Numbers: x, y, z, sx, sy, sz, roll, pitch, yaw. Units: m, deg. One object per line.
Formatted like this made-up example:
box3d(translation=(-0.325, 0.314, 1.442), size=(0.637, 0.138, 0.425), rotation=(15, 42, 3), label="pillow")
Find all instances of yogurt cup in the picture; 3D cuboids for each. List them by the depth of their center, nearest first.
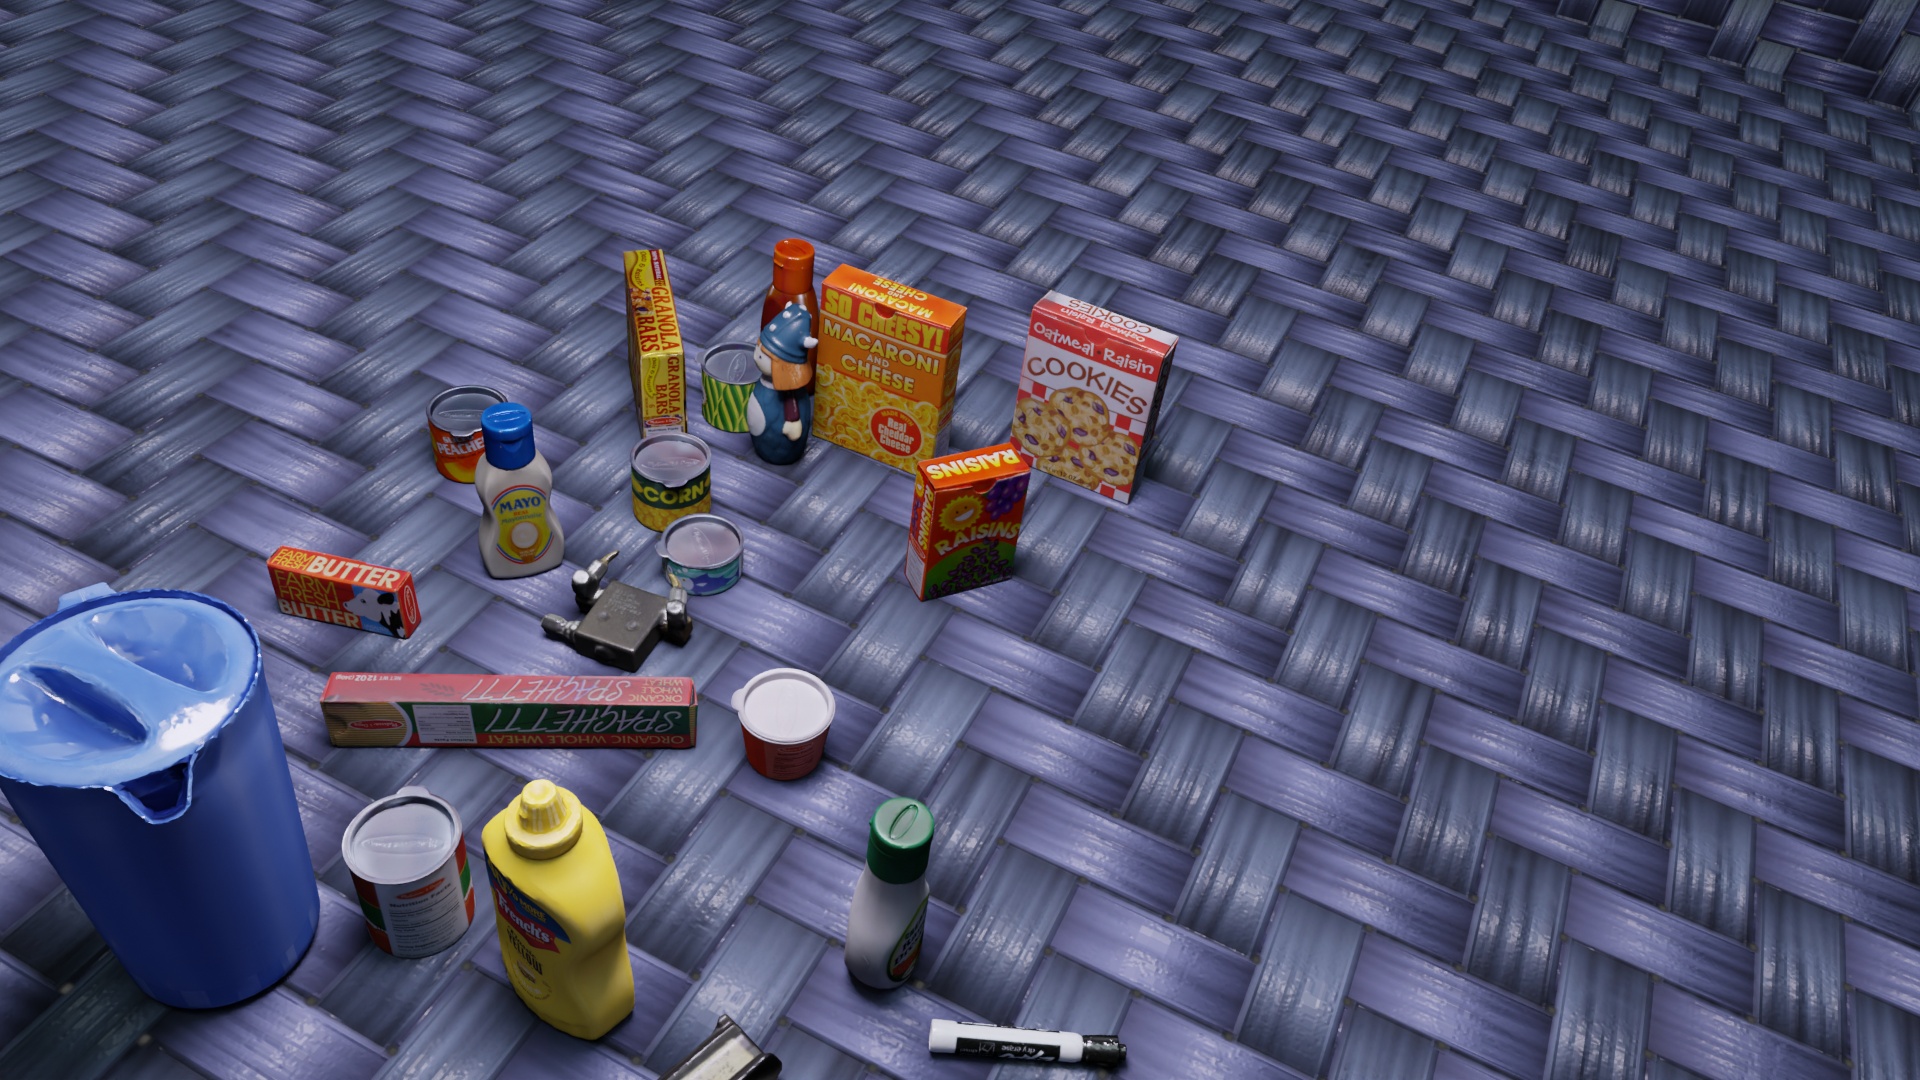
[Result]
box3d(translation=(-0.125, 0.133, 0.989), size=(0.072, 0.053, 0.073), rotation=(5, 42, -4), label="yogurt cup")

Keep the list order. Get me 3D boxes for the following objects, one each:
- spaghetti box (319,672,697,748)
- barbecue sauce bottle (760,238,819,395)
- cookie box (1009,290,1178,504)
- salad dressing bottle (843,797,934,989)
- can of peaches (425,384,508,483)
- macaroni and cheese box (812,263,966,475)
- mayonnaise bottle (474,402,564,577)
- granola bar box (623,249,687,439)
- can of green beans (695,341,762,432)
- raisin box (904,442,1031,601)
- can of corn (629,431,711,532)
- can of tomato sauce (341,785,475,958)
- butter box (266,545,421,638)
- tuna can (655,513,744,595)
box3d(translation=(-0.311, 0.120, 0.974), size=(0.250, 0.049, 0.029), rotation=(1, 42, -8), label="spaghetti box")
box3d(translation=(-0.157, -0.207, 1.289), size=(0.065, 0.147, 0.044), rotation=(37, 49, 28), label="barbecue sauce bottle")
box3d(translation=(0.114, -0.125, 1.231), size=(0.123, 0.166, 0.040), rotation=(23, 44, 15), label="cookie box")
box3d(translation=(-0.042, 0.215, 0.843), size=(0.044, 0.146, 0.064), rotation=(24, 44, 16), label="salad dressing bottle")
box3d(translation=(-0.416, -0.089, 1.181), size=(0.071, 0.057, 0.071), rotation=(5, 42, -4), label="can of peaches")
box3d(translation=(-0.065, -0.146, 1.224), size=(0.124, 0.165, 0.040), rotation=(22, 43, 14), label="macaroni and cheese box")
box3d(translation=(-0.343, -0.037, 1.070), size=(0.065, 0.147, 0.041), rotation=(-12, 46, -22), label="mayonnaise bottle")
box3d(translation=(-0.272, -0.164, 1.239), size=(0.039, 0.123, 0.166), rotation=(-6, 44, -16), label="granola bar box")
box3d(translation=(-0.205, -0.141, 1.275), size=(0.071, 0.057, 0.071), rotation=(5, 42, -4), label="can of green beans")
box3d(translation=(0.004, -0.014, 1.122), size=(0.086, 0.122, 0.040), rotation=(-13, 46, -22), label="raisin box")
box3d(translation=(-0.242, -0.047, 1.165), size=(0.071, 0.058, 0.071), rotation=(5, 42, -4), label="can of corn")
box3d(translation=(-0.336, 0.204, 0.852), size=(0.071, 0.082, 0.071), rotation=(5, 42, -4), label="can of tomato sauce")
box3d(translation=(-0.460, 0.039, 1.036), size=(0.103, 0.052, 0.024), rotation=(12, 42, 3), label="butter box")
box3d(translation=(-0.211, 0.012, 1.124), size=(0.071, 0.032, 0.071), rotation=(5, 42, -4), label="tuna can")
